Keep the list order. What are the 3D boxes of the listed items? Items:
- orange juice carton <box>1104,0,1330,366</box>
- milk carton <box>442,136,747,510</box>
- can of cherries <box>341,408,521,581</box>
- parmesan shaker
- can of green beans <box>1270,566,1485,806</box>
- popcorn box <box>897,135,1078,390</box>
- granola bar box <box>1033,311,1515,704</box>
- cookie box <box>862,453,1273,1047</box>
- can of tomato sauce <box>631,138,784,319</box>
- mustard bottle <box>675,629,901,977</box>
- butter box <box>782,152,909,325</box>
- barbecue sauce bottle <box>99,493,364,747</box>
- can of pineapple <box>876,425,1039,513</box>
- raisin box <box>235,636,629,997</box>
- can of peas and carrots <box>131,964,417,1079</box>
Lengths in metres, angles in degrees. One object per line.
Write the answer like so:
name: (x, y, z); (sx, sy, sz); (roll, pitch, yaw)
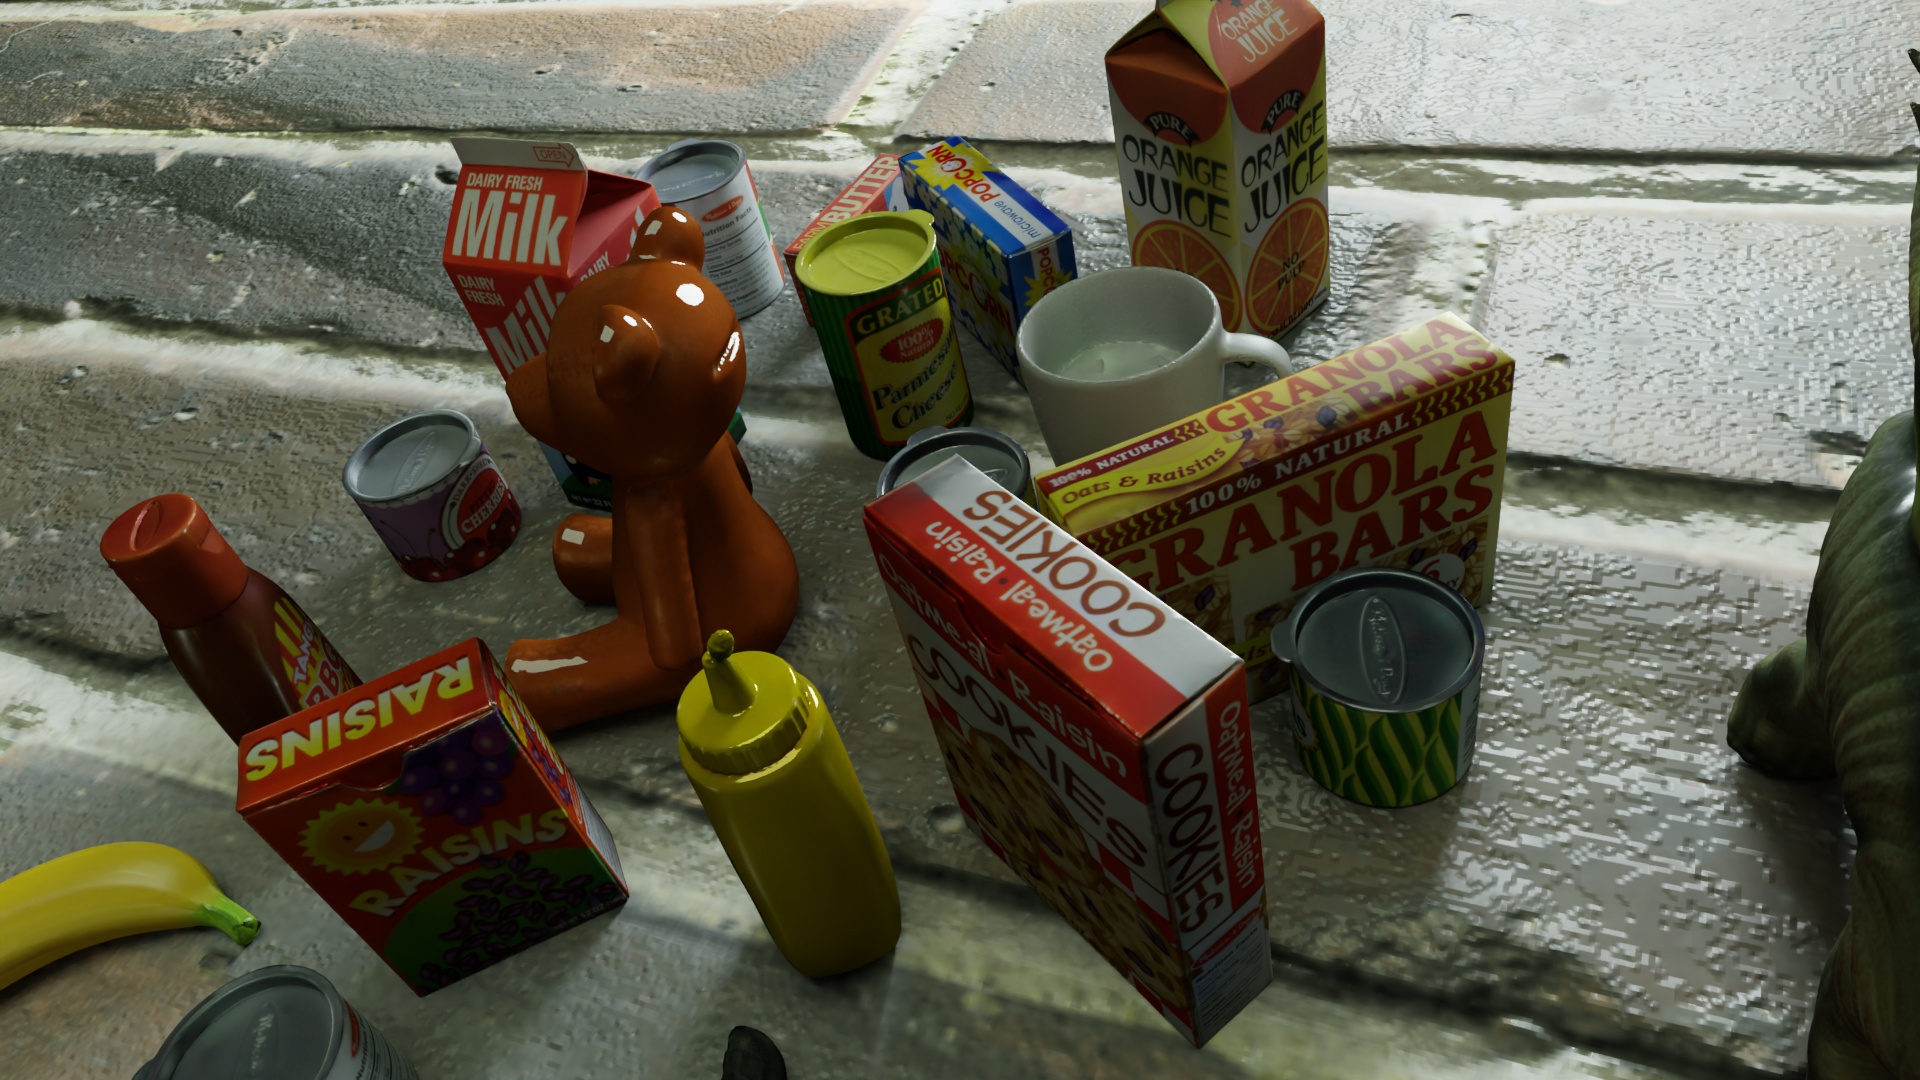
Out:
orange juice carton: (0.123, -0.186, 0.652); (0.072, 0.191, 0.073); (-40, 48, -24)
milk carton: (-0.173, -0.104, 0.652); (0.072, 0.189, 0.074); (9, 49, 24)
can of cherries: (-0.258, -0.022, 0.687); (0.071, 0.058, 0.072); (-8, 44, 8)
parmesan shaker: (-0.032, -0.098, 0.670); (0.071, 0.102, 0.072); (-8, 44, 8)
can of green beans: (0.151, 0.053, 0.498); (0.071, 0.057, 0.071); (-8, 44, 8)
popcorn box: (0.017, -0.144, 0.717); (0.038, 0.084, 0.127); (-27, 44, -11)
granola bar box: (0.117, 0.001, 0.512); (0.166, 0.123, 0.039); (-22, 44, -7)
cookie box: (0.036, 0.068, 0.434); (0.040, 0.166, 0.123); (-35, 47, -20)
can of tomato sauce: (-0.144, -0.178, 0.798); (0.071, 0.082, 0.071); (-8, 44, 8)
mustard bottle: (-0.059, 0.081, 0.453); (0.049, 0.159, 0.065); (-22, 44, -6)
butter box: (-0.057, -0.170, 0.788); (0.024, 0.053, 0.104); (15, 51, 29)
barbecue sauce bottle: (-0.285, 0.046, 0.560); (0.044, 0.147, 0.065); (-17, 43, -1)
can of pineapple: (0.002, -0.008, 0.601); (0.071, 0.057, 0.071); (-8, 44, 8)
raisin box: (-0.182, 0.101, 0.493); (0.086, 0.122, 0.040); (-23, 44, -8)
can of peas and carrots: (-0.227, 0.187, 0.464); (0.071, 0.058, 0.071); (-8, 44, 8)
